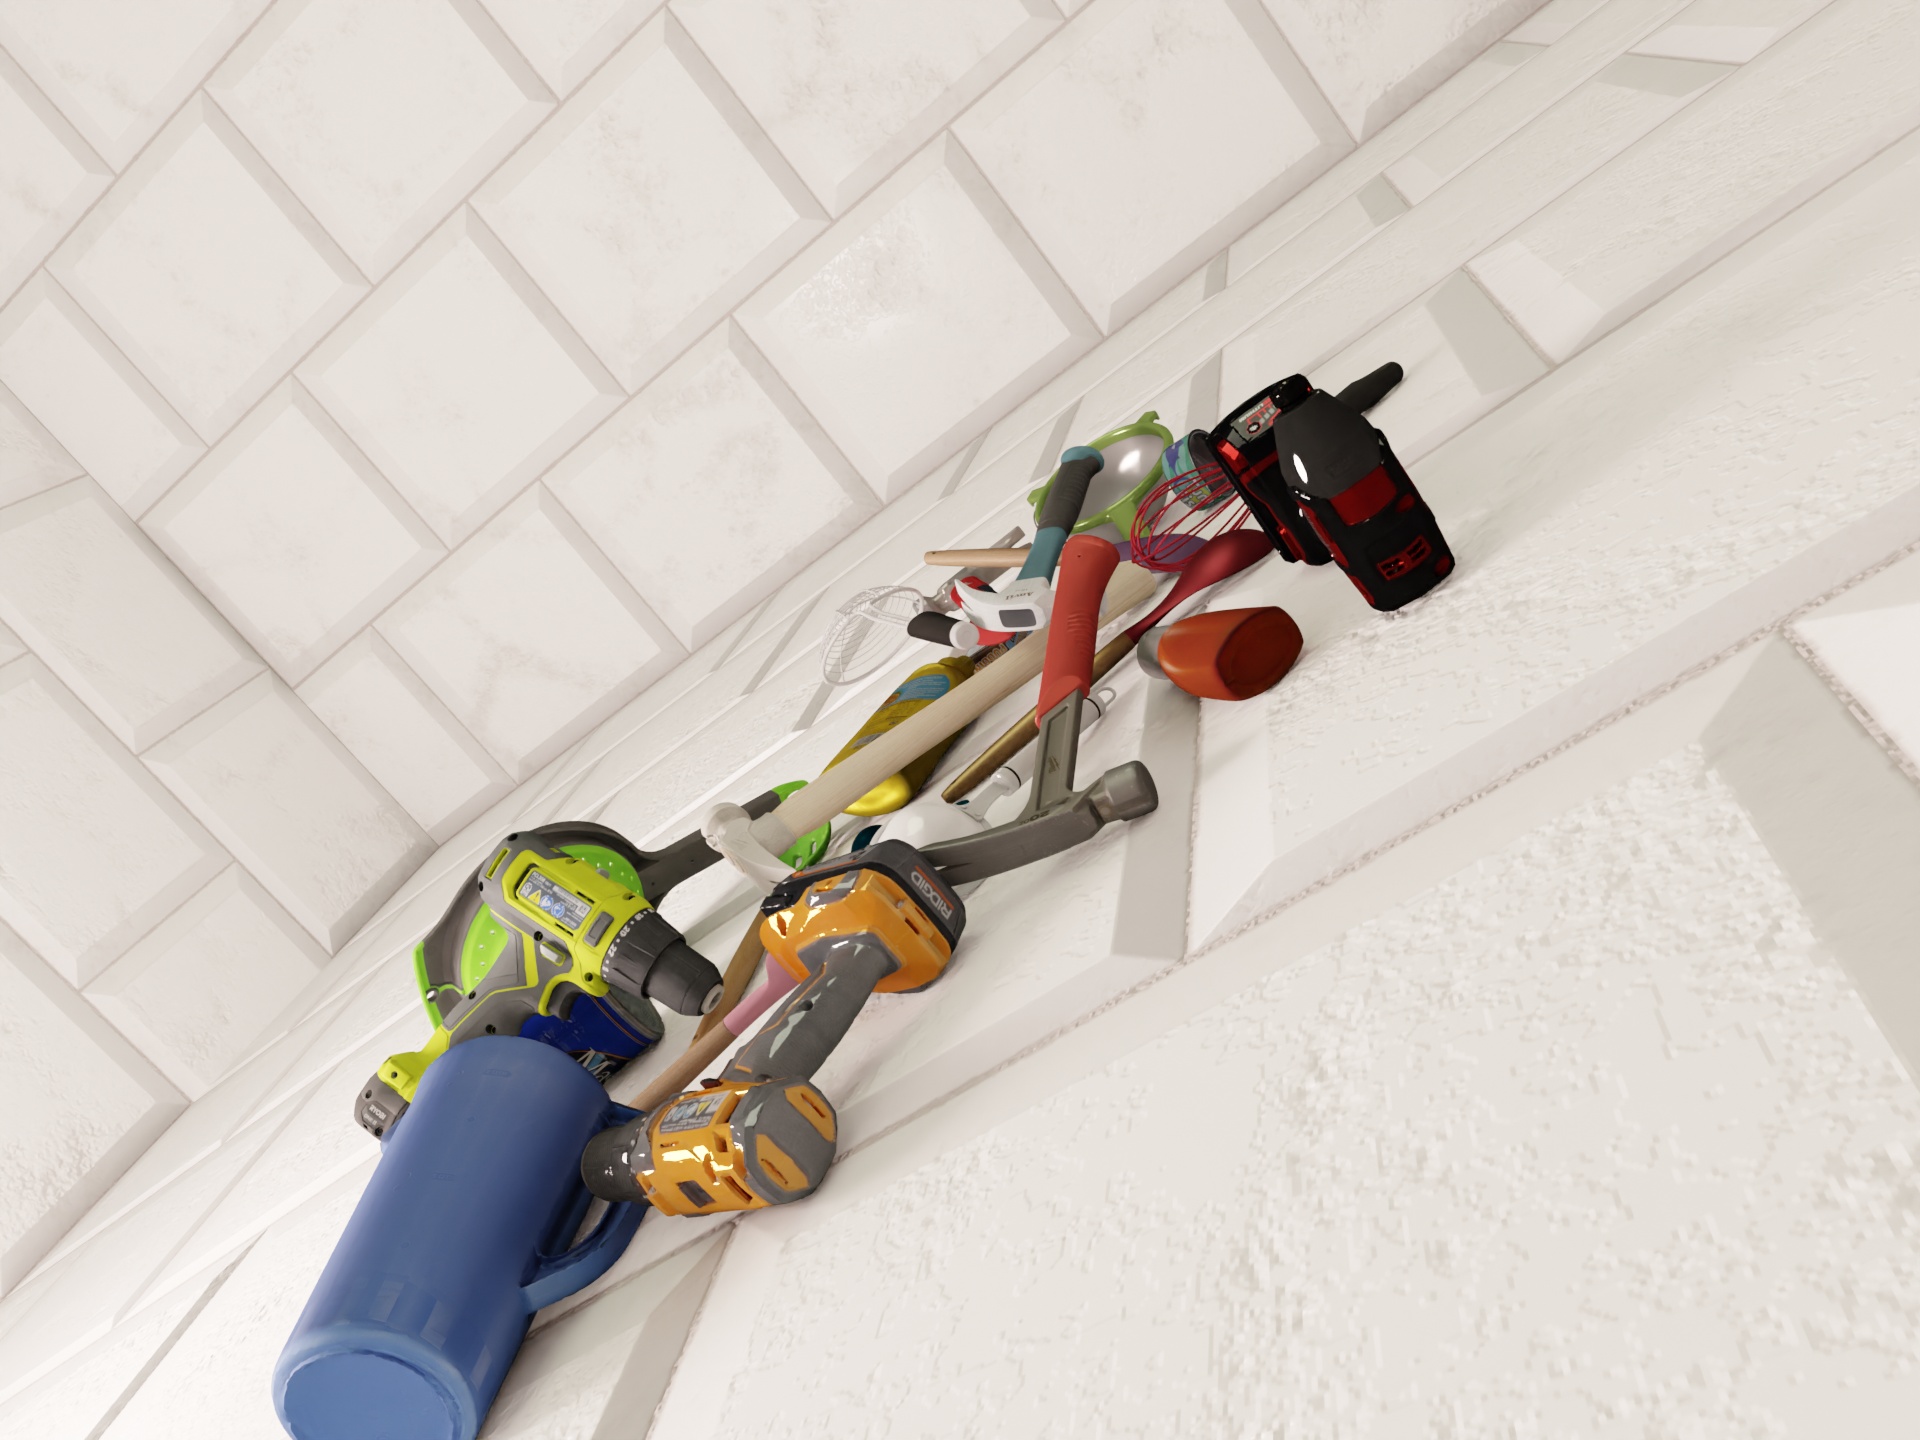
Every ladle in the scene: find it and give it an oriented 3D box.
[{"bbox_3d":[0.107,-0.043,1.189,0.315,0.031,0.069,-41,16,1],"label":"ladle"}]

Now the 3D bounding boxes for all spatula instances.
[{"bbox_3d":[0.085,-0.146,1.405,0.316,0.018,0.060,4,42,43],"label":"spatula"}]

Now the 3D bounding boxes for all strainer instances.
[{"bbox_3d":[0.024,0.043,1.061,0.087,0.050,0.258,26,49,32],"label":"strainer"},{"bbox_3d":[0.158,-0.184,1.470,0.151,0.069,0.257,-34,31,11],"label":"strainer"}]

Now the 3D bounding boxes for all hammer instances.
[{"bbox_3d":[0.030,-0.123,1.510,0.143,0.038,0.386,-37,10,1],"label":"hammer"},{"bbox_3d":[-0.002,-0.004,1.226,0.410,0.038,0.146,-35,30,-19],"label":"hammer"},{"bbox_3d":[0.063,-0.026,1.065,0.149,0.036,0.359,-21,27,20],"label":"hammer"},{"bbox_3d":[0.082,-0.163,1.366,0.128,0.033,0.331,-8,28,18],"label":"hammer"}]

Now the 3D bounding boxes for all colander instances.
[{"bbox_3d":[-0.265,0.160,1.373,0.397,0.204,0.095,-29,40,-33],"label":"colander"}]

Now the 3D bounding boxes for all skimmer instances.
[{"bbox_3d":[-0.041,-0.067,1.432,0.127,0.090,0.363,-38,18,-12],"label":"skimmer"}]

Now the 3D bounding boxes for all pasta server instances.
[{"bbox_3d":[-0.172,0.212,1.035,0.316,0.040,0.060,-43,-24,6],"label":"pasta server"}]

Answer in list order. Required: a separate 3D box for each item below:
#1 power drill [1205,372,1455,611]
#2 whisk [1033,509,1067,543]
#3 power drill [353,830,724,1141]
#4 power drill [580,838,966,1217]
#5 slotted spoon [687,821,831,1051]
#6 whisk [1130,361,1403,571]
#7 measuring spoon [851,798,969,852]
[{"bbox_3d":[0.221,-0.150,0.976,0.078,0.143,0.220,-35,11,8],"label":"power drill"},{"bbox_3d":[0.142,-0.255,1.754,0.055,0.055,0.239,-29,12,39],"label":"whisk"},{"bbox_3d":[-0.291,0.214,1.107,0.228,0.191,0.080,-58,-15,-8],"label":"power drill"},{"bbox_3d":[-0.111,0.182,0.902,0.185,0.084,0.226,-22,26,42],"label":"power drill"},{"bbox_3d":[-0.153,0.160,1.222,0.070,0.031,0.314,-34,16,24],"label":"slotted spoon"},{"bbox_3d":[0.251,-0.211,1.291,0.296,0.073,0.073,-36,12,-15],"label":"whisk"},{"bbox_3d":[-0.041,0.077,1.193,0.128,0.021,0.042,-29,16,41],"label":"measuring spoon"}]
